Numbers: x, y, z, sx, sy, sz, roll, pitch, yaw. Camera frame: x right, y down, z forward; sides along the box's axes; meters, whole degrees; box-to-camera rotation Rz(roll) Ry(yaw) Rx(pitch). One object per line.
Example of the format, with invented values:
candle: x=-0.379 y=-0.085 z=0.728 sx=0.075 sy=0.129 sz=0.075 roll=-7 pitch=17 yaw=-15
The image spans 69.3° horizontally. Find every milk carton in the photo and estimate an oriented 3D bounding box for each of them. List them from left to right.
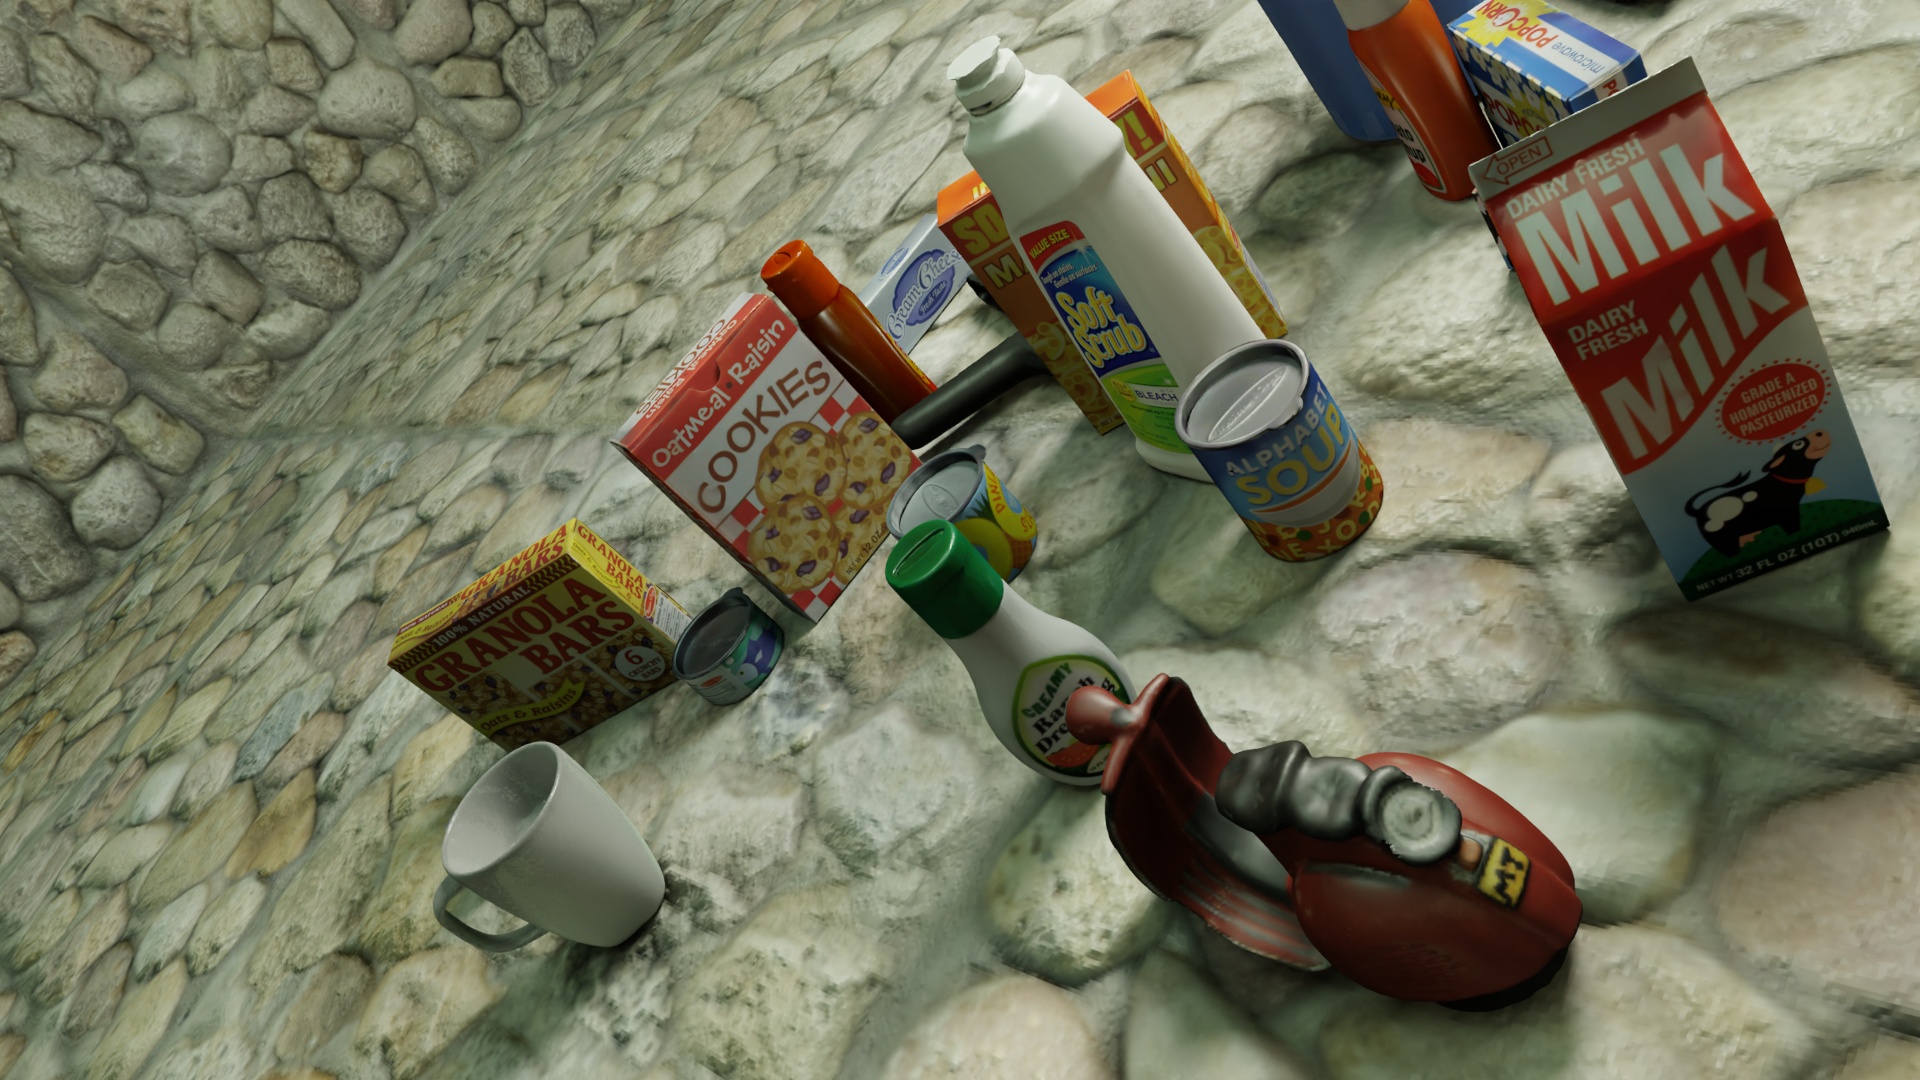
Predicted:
milk carton: x=0.243 y=-0.072 z=0.475 sx=0.072 sy=0.190 sz=0.074 roll=-26 pitch=36 yaw=25

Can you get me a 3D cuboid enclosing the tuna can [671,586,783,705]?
tuna can: x=-0.145 y=0.066 z=0.871 sx=0.071 sy=0.032 sz=0.071 roll=-28 pitch=35 yaw=22

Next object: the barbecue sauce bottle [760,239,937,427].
barbecue sauce bottle: x=-0.071 y=-0.132 z=0.917 sx=0.044 sy=0.148 sz=0.065 roll=-45 pitch=32 yaw=-4

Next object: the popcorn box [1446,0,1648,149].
popcorn box: x=0.296 y=-0.212 z=0.679 sx=0.038 sy=0.085 sz=0.127 roll=-34 pitch=33 yaw=14

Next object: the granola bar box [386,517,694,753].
granola bar box: x=-0.271 y=0.069 z=0.917 sx=0.165 sy=0.124 sz=0.039 roll=-29 pitch=35 yaw=21

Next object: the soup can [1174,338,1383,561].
soup can: x=0.148 y=-0.039 z=0.636 sx=0.071 sy=0.083 sz=0.072 roll=-28 pitch=35 yaw=22

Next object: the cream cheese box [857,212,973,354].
cream cheese box: x=-0.034 y=-0.188 z=1.030 sx=0.024 sy=0.053 sz=0.104 roll=14 pitch=62 yaw=53

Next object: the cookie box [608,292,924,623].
cookie box: x=-0.109 y=-0.049 z=0.842 sx=0.123 sy=0.167 sz=0.040 roll=-52 pitch=33 yaw=-14

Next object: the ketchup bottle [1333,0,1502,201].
ketchup bottle: x=0.236 y=-0.250 z=0.728 sx=0.043 sy=0.148 sz=0.065 roll=-32 pitch=34 yaw=16

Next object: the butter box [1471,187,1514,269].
butter box: x=0.292 y=-0.147 z=0.638 sx=0.024 sy=0.053 sz=0.103 roll=-50 pitch=33 yaw=-11

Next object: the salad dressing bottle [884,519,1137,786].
salad dressing bottle: x=0.024 y=0.050 z=0.605 sx=0.064 sy=0.147 sz=0.044 roll=-44 pitch=32 yaw=-1

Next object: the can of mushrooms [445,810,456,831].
can of mushrooms: x=-0.298 y=0.185 z=0.895 sx=0.071 sy=0.033 sz=0.071 roll=-28 pitch=35 yaw=22

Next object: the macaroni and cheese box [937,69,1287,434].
macaroni and cheese box: x=0.084 y=-0.150 z=0.757 sx=0.123 sy=0.166 sz=0.040 roll=-29 pitch=35 yaw=21

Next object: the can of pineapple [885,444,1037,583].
can of pineapple: x=0.003 y=-0.010 z=0.780 sx=0.071 sy=0.057 sz=0.071 roll=-28 pitch=35 yaw=22
